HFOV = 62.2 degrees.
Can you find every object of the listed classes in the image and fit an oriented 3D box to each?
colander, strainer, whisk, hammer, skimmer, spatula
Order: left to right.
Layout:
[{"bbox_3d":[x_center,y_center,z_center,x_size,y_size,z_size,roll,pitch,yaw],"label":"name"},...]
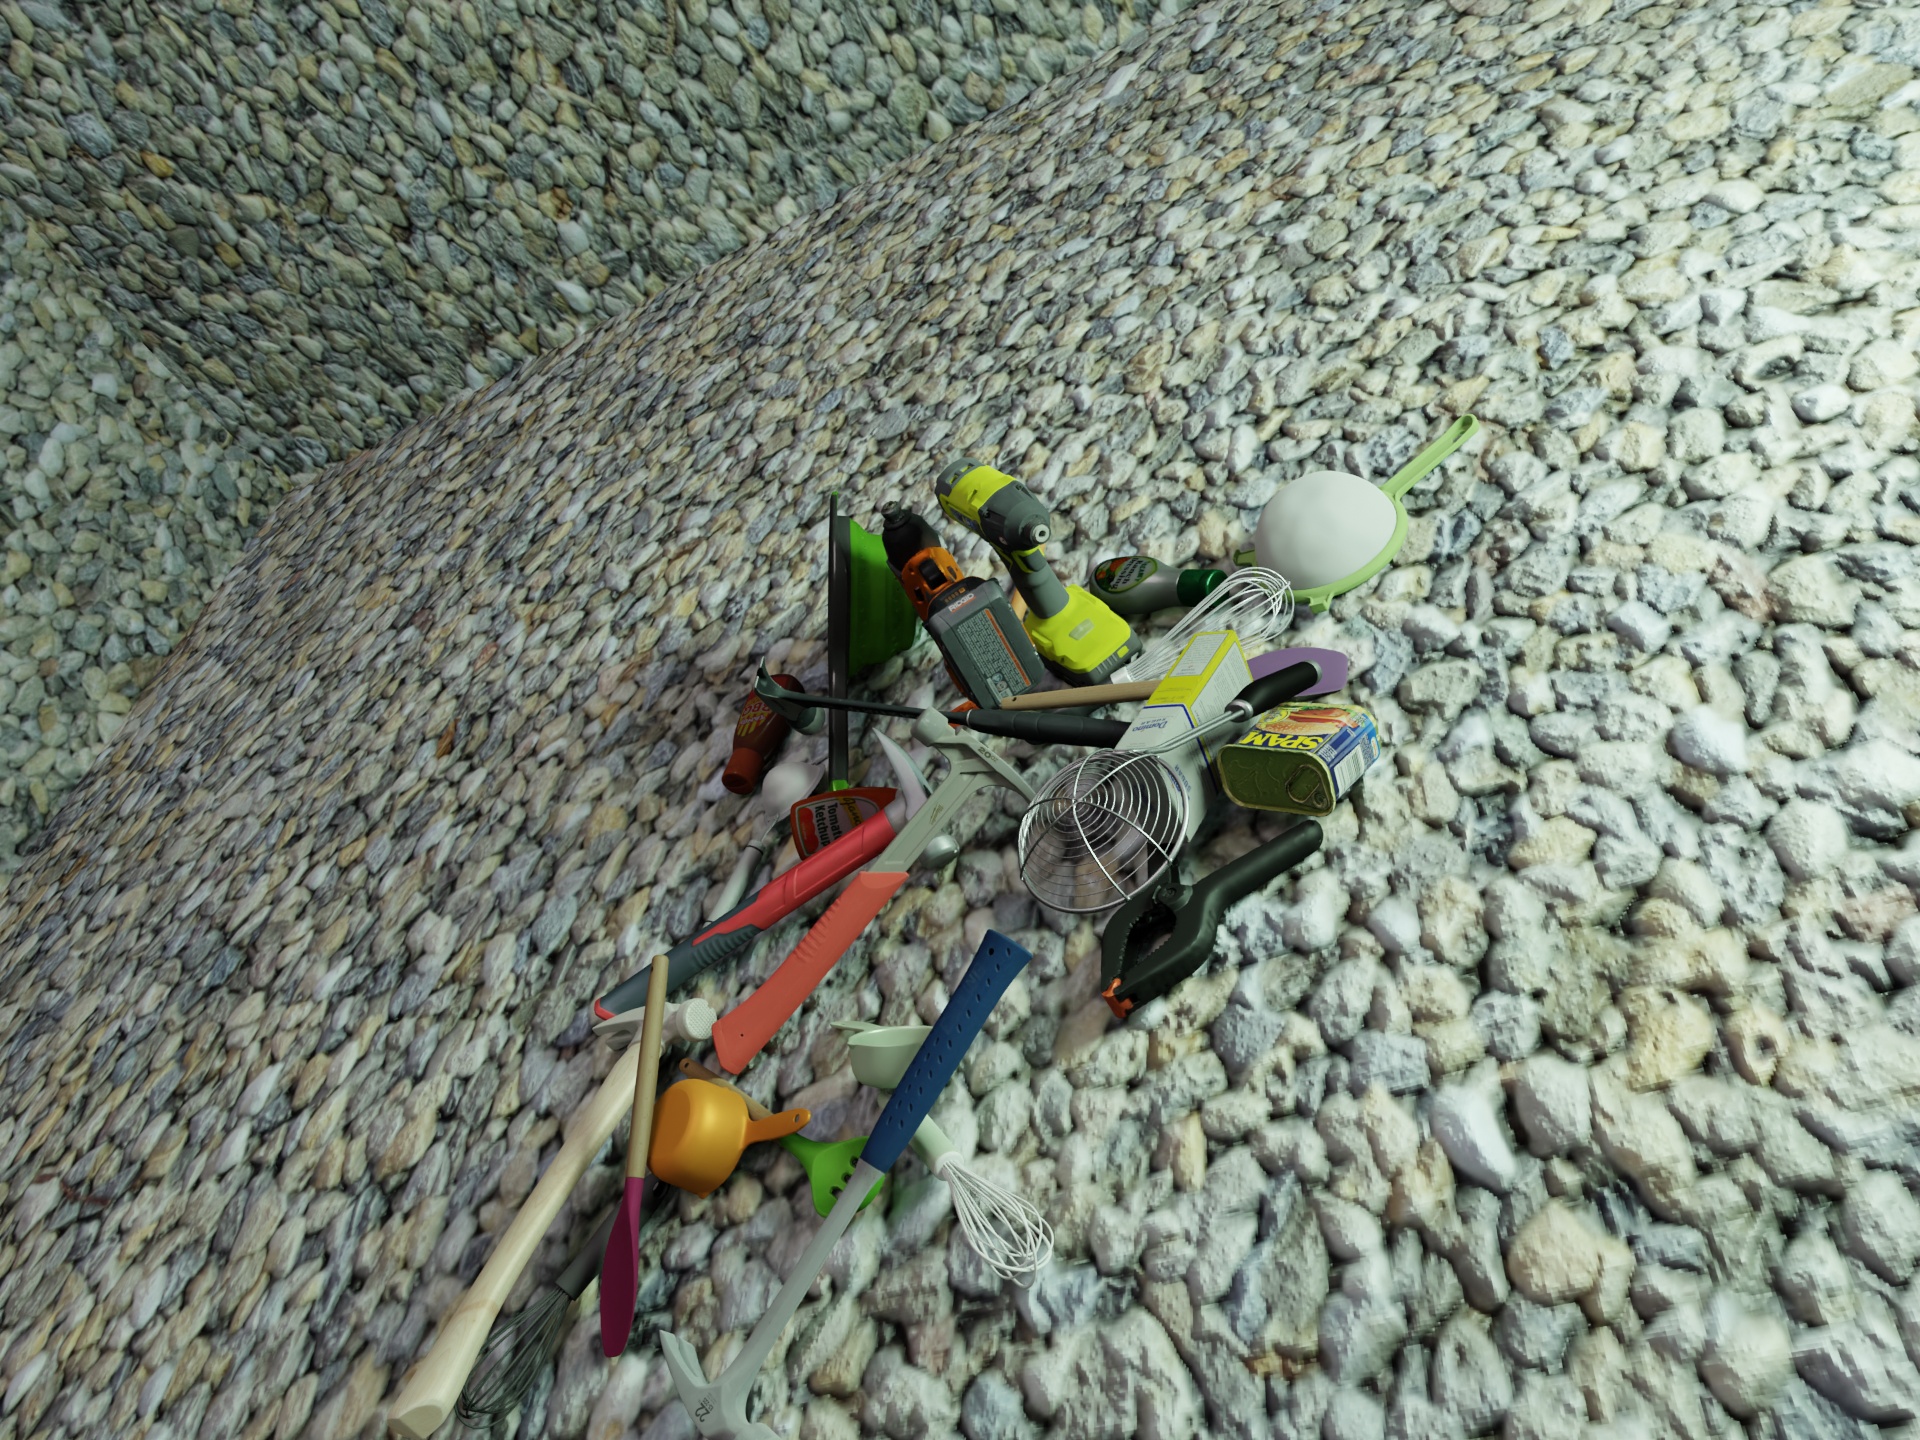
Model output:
[{"bbox_3d":[-0.349,0.400,1.327,0.146,0.038,0.411,-19,28,37],"label":"hammer"},{"bbox_3d":[-0.315,0.460,1.279,0.055,0.055,0.239,9,49,47],"label":"whisk"},{"bbox_3d":[-0.190,0.163,1.491,0.386,0.038,0.143,-33,66,11],"label":"hammer"},{"bbox_3d":[-0.203,0.121,1.600,0.087,0.050,0.259,-20,37,50],"label":"strainer"},{"bbox_3d":[-0.075,0.331,1.160,0.144,0.035,0.405,19,71,48],"label":"hammer"},{"bbox_3d":[-0.083,0.168,1.393,0.359,0.149,0.037,-50,4,-2],"label":"hammer"},{"bbox_3d":[-0.092,-0.065,1.676,0.094,0.204,0.398,1,55,-6],"label":"colander"},{"bbox_3d":[-0.005,0.330,1.160,0.057,0.059,0.246,-7,19,-25],"label":"whisk"},{"bbox_3d":[-0.002,-0.005,1.448,0.409,0.149,0.036,6,75,23],"label":"hammer"},{"bbox_3d":[0.045,-0.093,1.637,0.081,0.041,0.323,-14,38,31],"label":"spatula"},{"bbox_3d":[0.177,-0.052,1.456,0.284,0.070,0.070,-31,33,16],"label":"whisk"},{"bbox_3d":[0.185,-0.030,1.414,0.316,0.018,0.060,-6,46,22],"label":"spatula"},{"bbox_3d":[0.176,0.037,1.175,0.127,0.090,0.363,6,19,39],"label":"skimmer"},{"bbox_3d":[0.369,-0.215,1.467,0.256,0.069,0.152,-39,33,-2],"label":"strainer"}]

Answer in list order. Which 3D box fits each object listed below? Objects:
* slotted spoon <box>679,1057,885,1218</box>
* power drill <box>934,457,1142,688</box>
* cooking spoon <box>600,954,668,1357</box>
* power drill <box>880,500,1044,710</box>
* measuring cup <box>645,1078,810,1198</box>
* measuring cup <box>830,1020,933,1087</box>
[{"bbox_3d":[-0.153,0.332,1.305,0.314,0.031,0.070,14,61,52],"label":"slotted spoon"},{"bbox_3d":[0.076,-0.136,1.494,0.080,0.223,0.171,-40,33,-6],"label":"power drill"},{"bbox_3d":[-0.261,0.346,1.292,0.069,0.017,0.319,-32,49,50],"label":"cooking spoon"},{"bbox_3d":[-0.011,-0.119,1.546,0.084,0.164,0.227,-33,32,-2],"label":"power drill"},{"bbox_3d":[-0.193,0.327,1.285,0.173,0.052,0.095,-25,46,40],"label":"measuring cup"},{"bbox_3d":[-0.069,0.269,1.293,0.083,0.038,0.167,-4,-2,-27],"label":"measuring cup"}]
